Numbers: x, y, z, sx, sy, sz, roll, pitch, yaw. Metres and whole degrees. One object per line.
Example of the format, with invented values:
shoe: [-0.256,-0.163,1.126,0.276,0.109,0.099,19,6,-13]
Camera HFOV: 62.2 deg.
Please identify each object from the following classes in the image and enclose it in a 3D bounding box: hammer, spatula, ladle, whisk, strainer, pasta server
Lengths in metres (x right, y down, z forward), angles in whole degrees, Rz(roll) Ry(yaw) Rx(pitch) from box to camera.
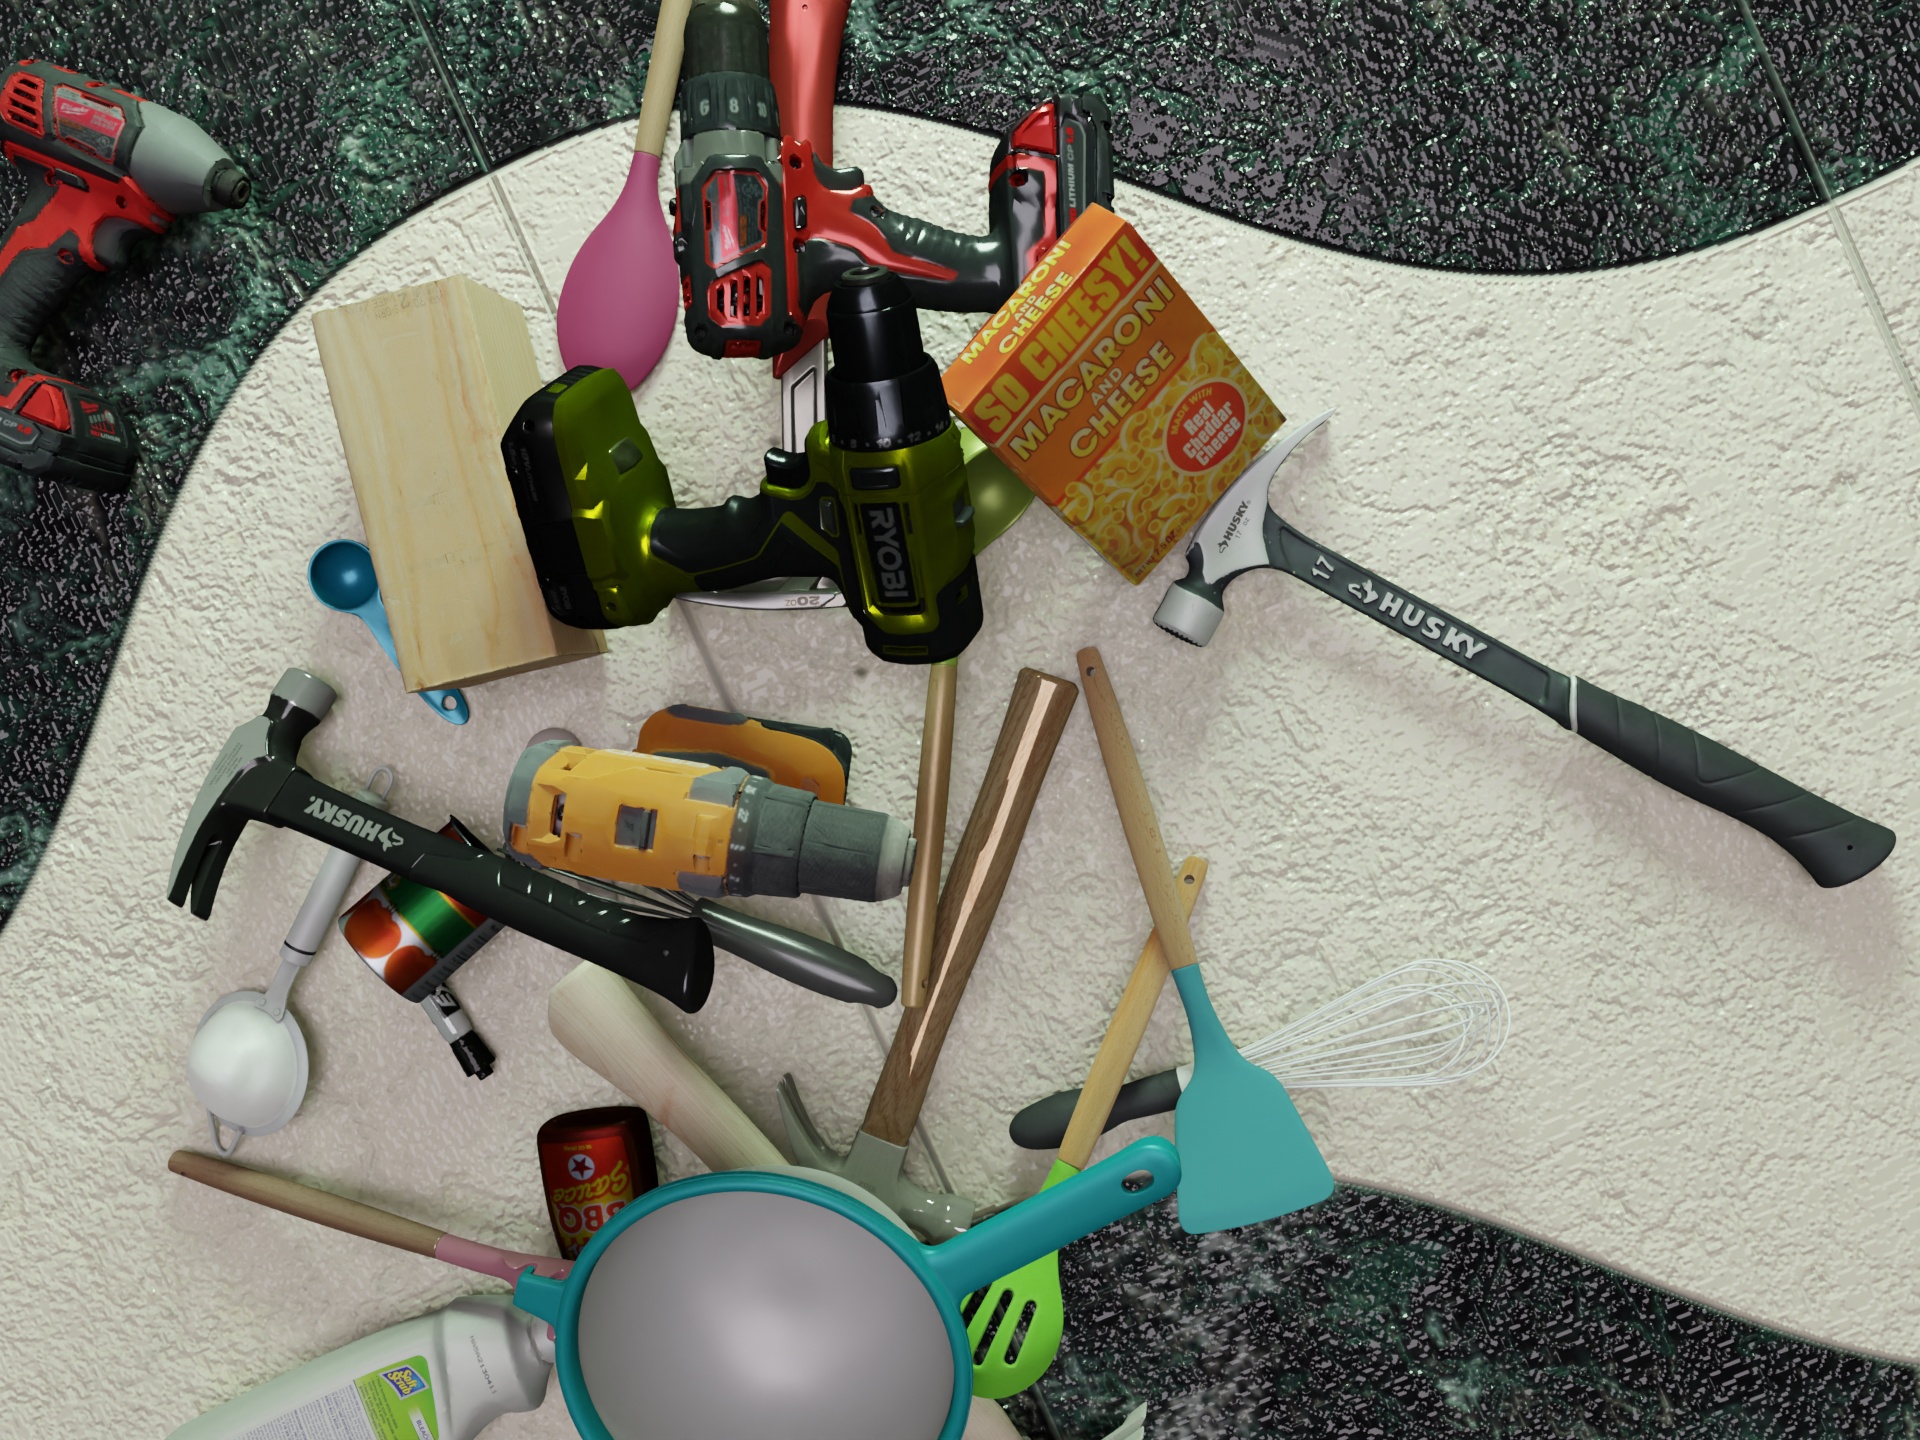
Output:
hammer: [-0.074,0.287,0.886,0.146,0.038,0.410,-39,93,15]
spatula: [0.113,0.108,0.858,0.082,0.044,0.318,-19,79,13]
ladle: [-0.001,-0.003,0.863,0.062,0.078,0.320,4,87,35]
hammer: [-0.097,-0.241,0.888,0.149,0.037,0.359,-1,93,4]
whisk: [-0.147,0.111,0.885,0.239,0.055,0.055,21,94,5]
strainer: [-0.040,0.279,0.815,0.340,0.095,0.211,-30,98,11]
strainer: [-0.393,0.142,0.929,0.087,0.050,0.258,27,91,17]
whisk: [0.161,0.192,0.884,0.284,0.070,0.070,-17,92,10]
hammer: [0.318,-0.024,0.869,0.409,0.036,0.149,28,93,2]
hammer: [-0.274,0.083,0.843,0.335,0.035,0.146,19,69,22]
pasta server: [-0.323,0.298,0.906,0.316,0.040,0.060,12,130,15]
hammer: [-0.007,0.129,0.902,0.130,0.031,0.331,20,94,3]

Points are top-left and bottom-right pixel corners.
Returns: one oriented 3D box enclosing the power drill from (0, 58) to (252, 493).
power drill: [-0.498,-0.249,0.900,0.143,0.078,0.219,21,91,2]

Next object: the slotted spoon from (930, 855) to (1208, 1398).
slotted spoon: [0.068,0.217,0.867,0.070,0.031,0.314,23,79,12]

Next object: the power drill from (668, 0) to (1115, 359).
power drill: [-0.039,-0.286,0.833,0.226,0.080,0.188,-3,92,-10]

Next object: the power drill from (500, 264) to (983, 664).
power drill: [-0.106,-0.124,0.796,0.228,0.080,0.190,1,120,19]

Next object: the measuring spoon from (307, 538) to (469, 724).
measuring spoon: [-0.328,-0.050,0.928,0.042,0.021,0.128,-36,99,4]

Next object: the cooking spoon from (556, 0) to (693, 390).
cooking spoon: [-0.172,-0.344,0.897,0.069,0.017,0.319,13,94,3]

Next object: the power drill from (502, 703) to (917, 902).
power drill: [-0.107,0.045,0.806,0.185,0.226,0.084,9,94,4]

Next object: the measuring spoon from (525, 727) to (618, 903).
measuring spoon: [-0.223,0.064,0.921,0.034,0.018,0.124,-18,92,5]
